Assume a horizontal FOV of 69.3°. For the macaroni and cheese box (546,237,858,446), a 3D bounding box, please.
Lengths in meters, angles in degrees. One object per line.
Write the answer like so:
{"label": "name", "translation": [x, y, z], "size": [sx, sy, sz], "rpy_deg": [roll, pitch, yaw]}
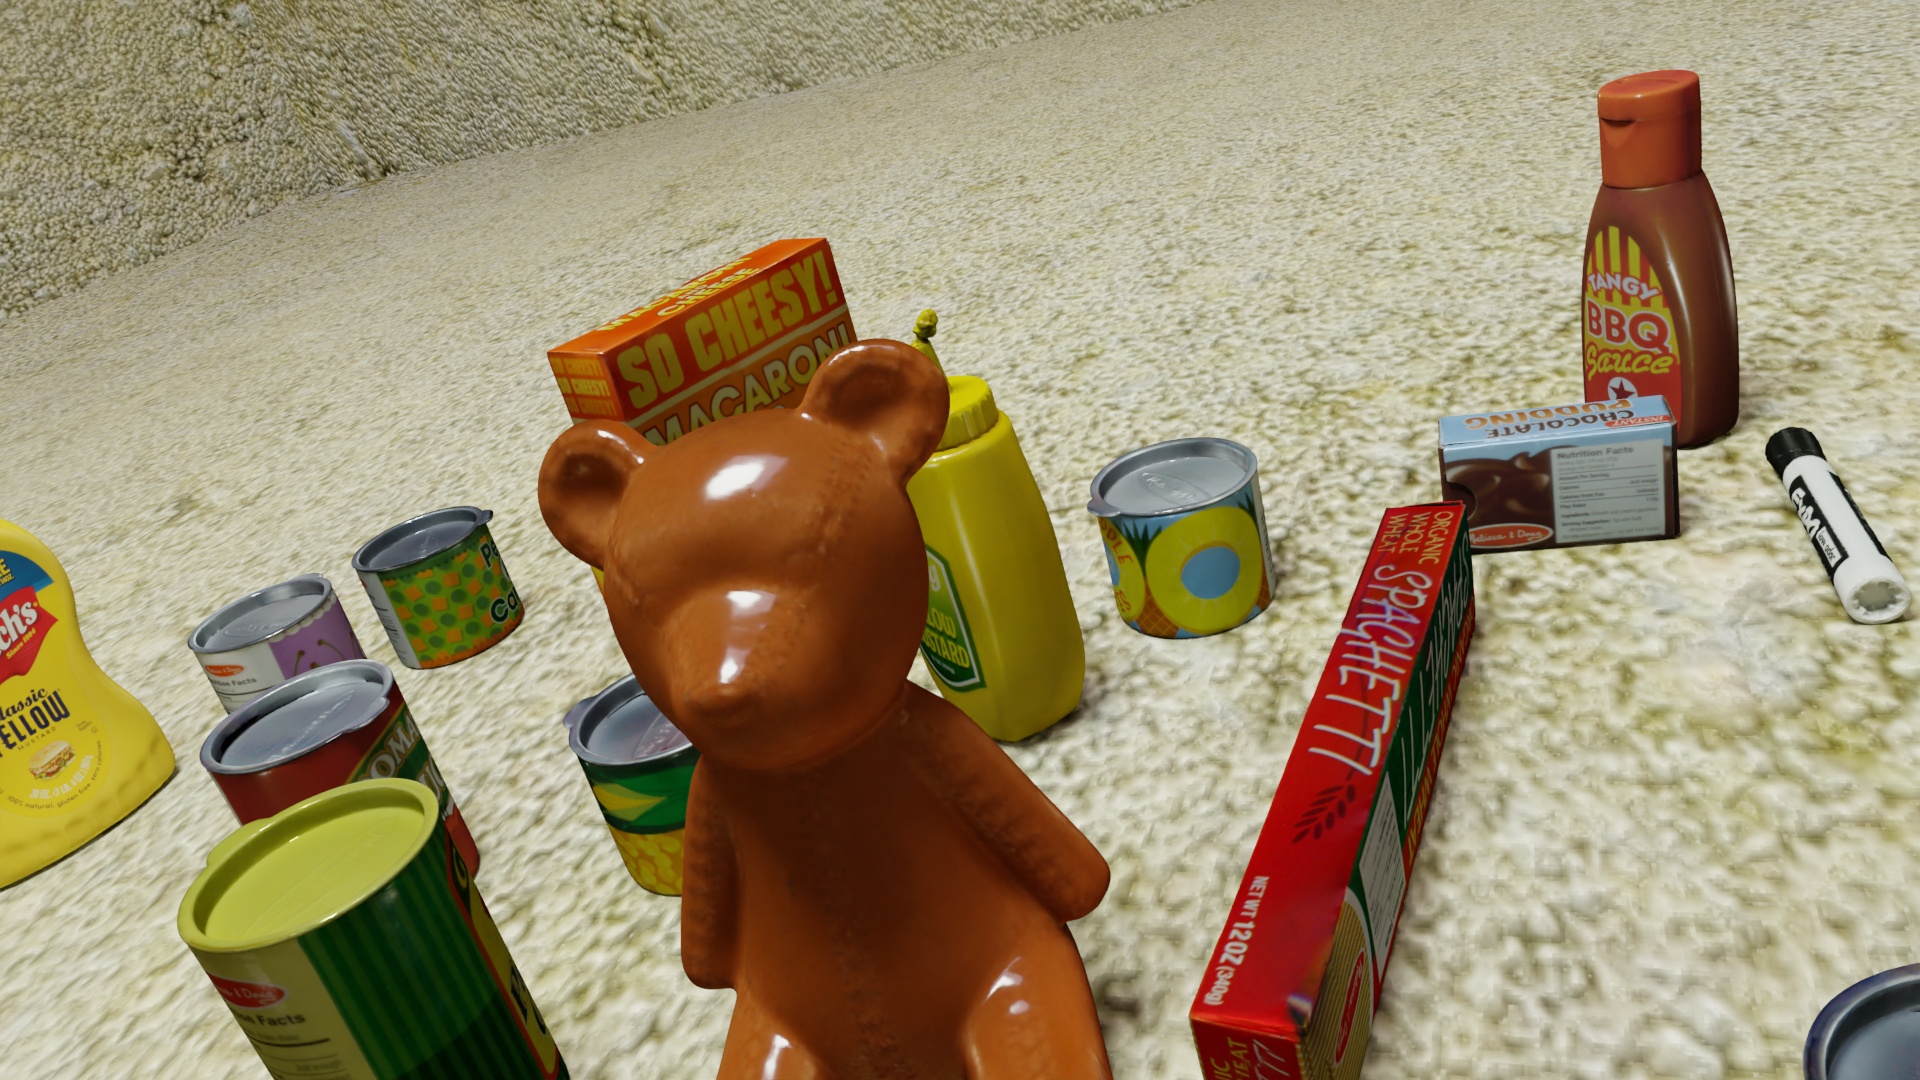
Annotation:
{"label": "macaroni and cheese box", "translation": [-0.085, -0.025, 0.575], "size": [0.040, 0.165, 0.124], "rpy_deg": [8, 34, 40]}

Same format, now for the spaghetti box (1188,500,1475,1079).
{"label": "spaghetti box", "translation": [0.120, 0.067, 0.409], "size": [0.028, 0.050, 0.251], "rpy_deg": [0, 29, 29]}

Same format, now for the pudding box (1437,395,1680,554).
{"label": "pudding box", "translation": [0.229, -0.025, 0.537], "size": [0.083, 0.049, 0.030], "rpy_deg": [-6, 27, 20]}

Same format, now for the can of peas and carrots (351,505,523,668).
{"label": "can of peas and carrots", "translation": [-0.260, 0.022, 0.700], "size": [0.071, 0.058, 0.071], "rpy_deg": [-12, 25, 6]}

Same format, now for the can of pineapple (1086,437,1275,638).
{"label": "can of pineapple", "translation": [0.088, -0.001, 0.557], "size": [0.071, 0.057, 0.071], "rpy_deg": [-12, 25, 6]}

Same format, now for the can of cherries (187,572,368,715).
{"label": "can of cherries", "translation": [-0.318, 0.057, 0.662], "size": [0.071, 0.058, 0.072], "rpy_deg": [-12, 25, 6]}

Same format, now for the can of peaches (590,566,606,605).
{"label": "can of peaches", "translation": [-0.140, 0.011, 0.658], "size": [0.071, 0.057, 0.071], "rpy_deg": [-12, 25, 6]}

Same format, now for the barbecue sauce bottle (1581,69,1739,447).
{"label": "barbecue sauce bottle", "translation": [0.287, -0.115, 0.574], "size": [0.044, 0.148, 0.065], "rpy_deg": [-23, 26, -16]}

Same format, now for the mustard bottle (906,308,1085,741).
{"label": "mustard bottle", "translation": [0.002, -0.006, 0.495], "size": [0.049, 0.159, 0.065], "rpy_deg": [-28, 28, -25]}

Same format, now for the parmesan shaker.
{"label": "parmesan shaker", "translation": [-0.158, 0.126, 0.381], "size": [0.071, 0.102, 0.071], "rpy_deg": [-12, 25, 6]}

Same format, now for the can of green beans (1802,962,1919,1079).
{"label": "can of green beans", "translation": [0.190, 0.121, 0.251], "size": [0.071, 0.057, 0.071], "rpy_deg": [-12, 25, 6]}

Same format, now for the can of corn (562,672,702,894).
{"label": "can of corn", "translation": [-0.098, 0.082, 0.490], "size": [0.071, 0.058, 0.071], "rpy_deg": [-12, 25, 6]}

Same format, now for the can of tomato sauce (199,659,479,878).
{"label": "can of tomato sauce", "translation": [-0.219, 0.095, 0.500], "size": [0.071, 0.082, 0.071], "rpy_deg": [-12, 25, 6]}
